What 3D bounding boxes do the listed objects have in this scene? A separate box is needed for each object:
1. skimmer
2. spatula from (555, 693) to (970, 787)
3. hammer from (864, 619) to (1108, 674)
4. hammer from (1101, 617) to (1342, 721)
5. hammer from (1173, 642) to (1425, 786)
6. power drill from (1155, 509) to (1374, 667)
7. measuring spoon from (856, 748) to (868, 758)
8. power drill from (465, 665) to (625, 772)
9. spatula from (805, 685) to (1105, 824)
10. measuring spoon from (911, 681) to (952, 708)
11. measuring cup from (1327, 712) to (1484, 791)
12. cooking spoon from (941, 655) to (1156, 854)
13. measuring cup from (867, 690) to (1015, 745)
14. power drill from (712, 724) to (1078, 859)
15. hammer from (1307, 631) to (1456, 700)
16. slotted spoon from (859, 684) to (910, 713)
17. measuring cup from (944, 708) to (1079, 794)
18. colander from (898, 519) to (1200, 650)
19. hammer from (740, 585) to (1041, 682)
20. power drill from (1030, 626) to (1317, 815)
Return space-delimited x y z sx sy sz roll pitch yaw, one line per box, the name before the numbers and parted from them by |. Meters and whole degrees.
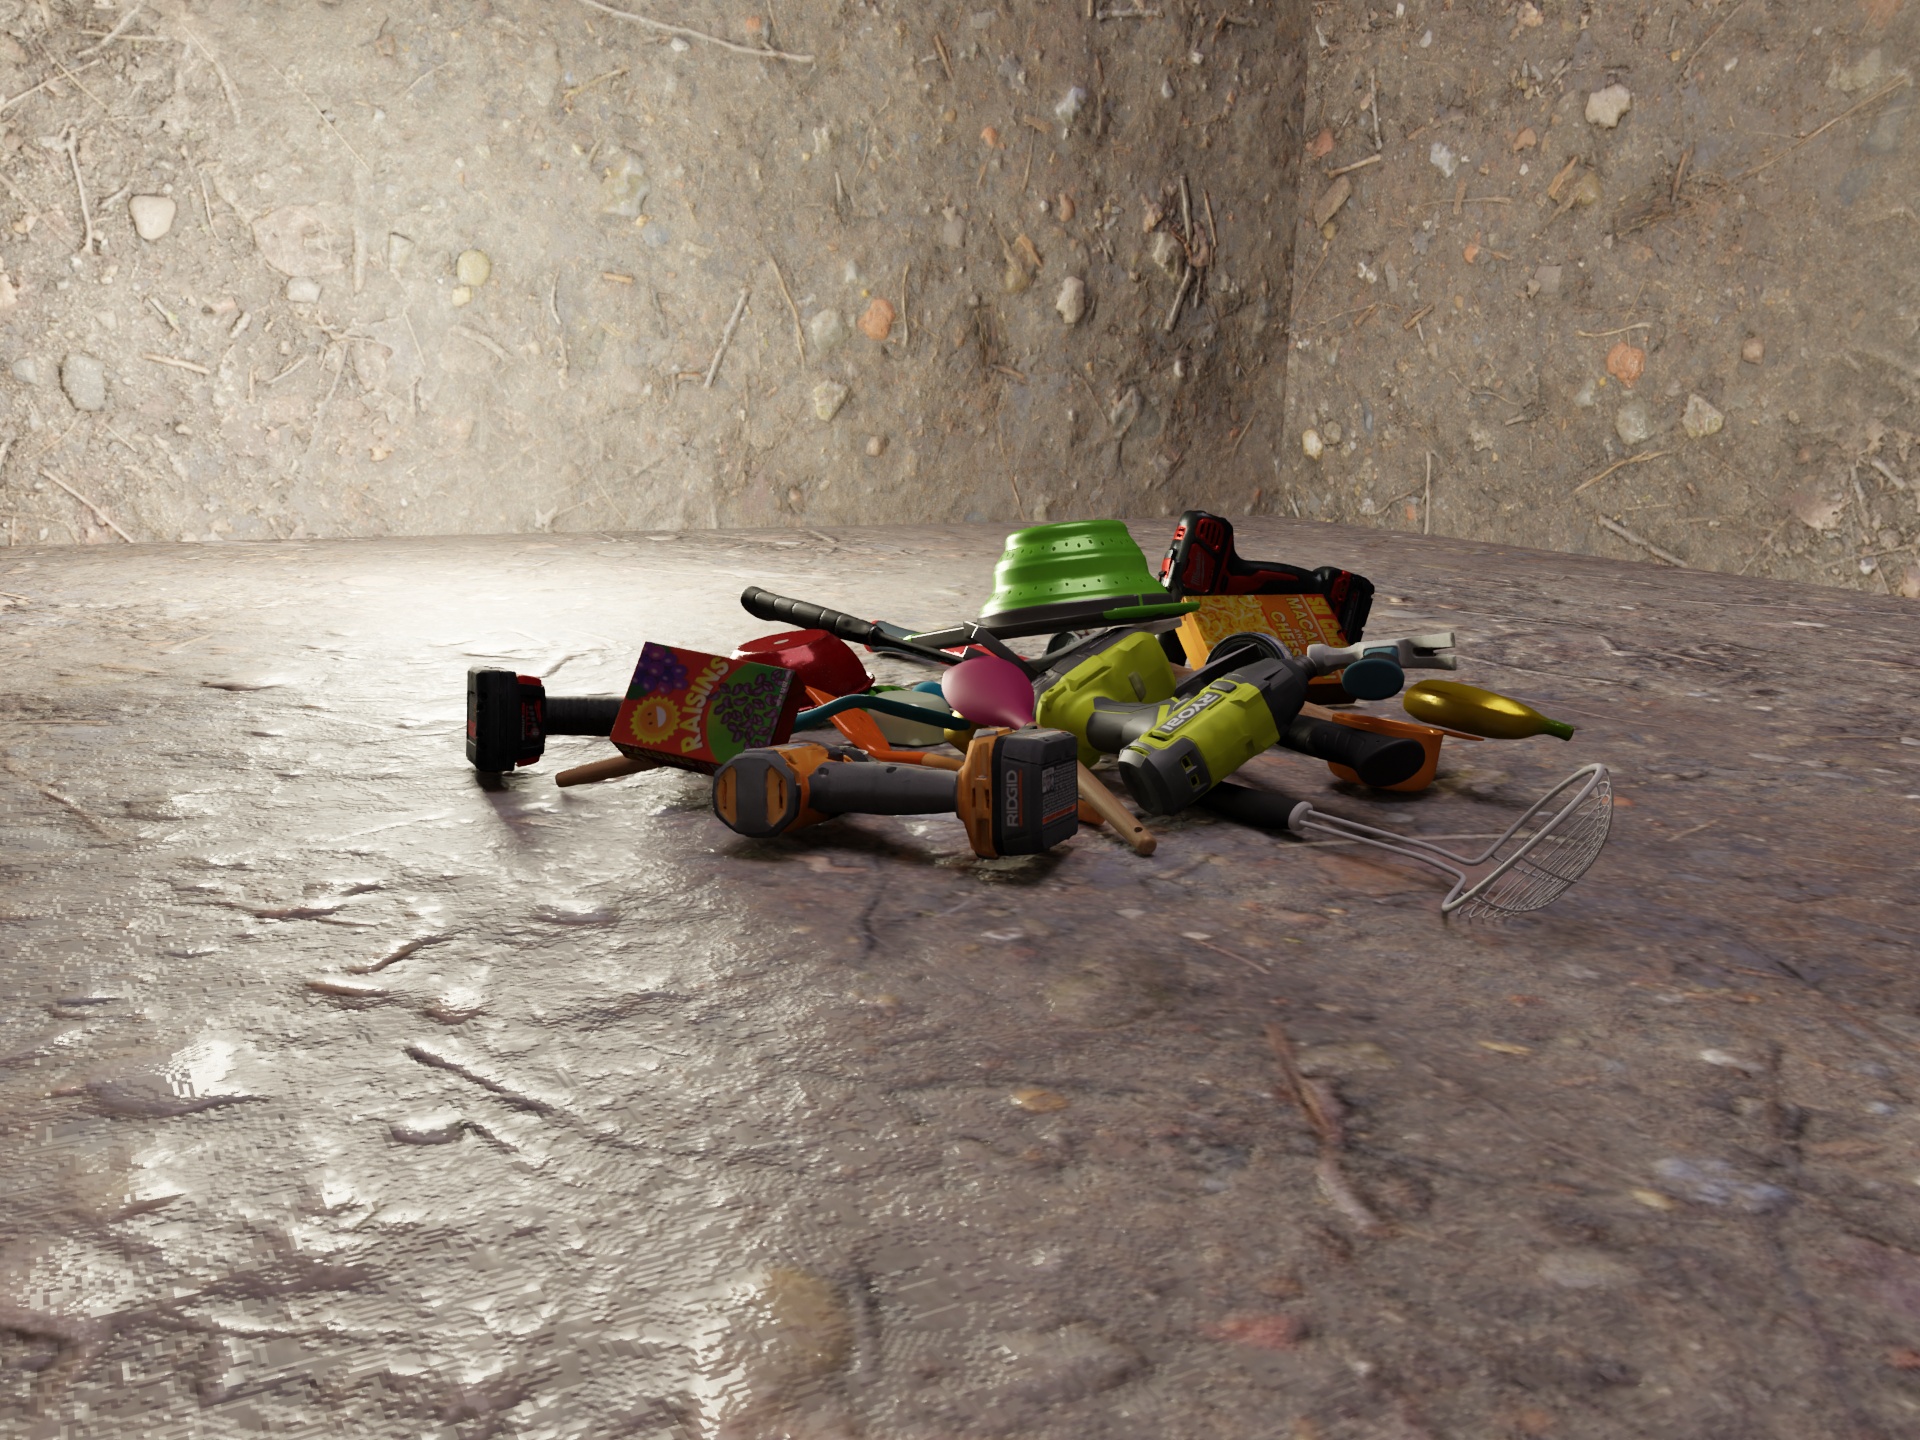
skimmer | 0.265 0.054 1.066 0.127 0.090 0.363 -40 29 -23
spatula | -0.152 0.019 1.214 0.317 0.044 0.082 -13 -6 -1
hammer | 0.008 -0.077 1.697 0.143 0.038 0.386 -26 20 -22
hammer | 0.254 -0.021 1.442 0.331 0.130 0.031 20 -22 37
hammer | 0.254 0.002 1.258 0.146 0.035 0.335 -30 18 -14
power drill | 0.314 -0.108 1.719 0.226 0.188 0.080 17 -2 -12
measuring spoon | -0.120 0.031 1.317 0.034 0.018 0.124 -9 9 -39
power drill | -0.277 -0.002 1.273 0.219 0.078 0.143 0 4 -22
spatula | -0.007 0.029 1.261 0.323 0.041 0.081 16 -6 44
measuring spoon | 0.010 -0.019 1.516 0.129 0.021 0.042 12 -5 30
measuring cup | 0.371 0.030 1.299 0.173 0.052 0.095 6 7 -38
cooking spoon | 0.065 0.018 1.208 0.069 0.017 0.319 -23 34 -14
measuring cup | -0.002 -0.005 1.424 0.167 0.038 0.083 -1 12 -12
power drill | -0.034 0.045 1.104 0.226 0.084 0.185 0 3 17
hammer | 0.338 -0.044 1.287 0.128 0.033 0.331 -5 4 16
slotted spoon | -0.126 -0.037 1.594 0.070 0.031 0.314 -1 10 -31
measuring cup | 0.042 0.035 1.272 0.157 0.029 0.062 33 -4 46
colander | 0.053 -0.125 1.507 0.204 0.094 0.397 -7 1 -35
hammer | -0.073 -0.077 1.510 0.409 0.036 0.149 18 -12 41
power drill | 0.160 -0.009 1.249 0.171 0.080 0.223 -34 22 -18
